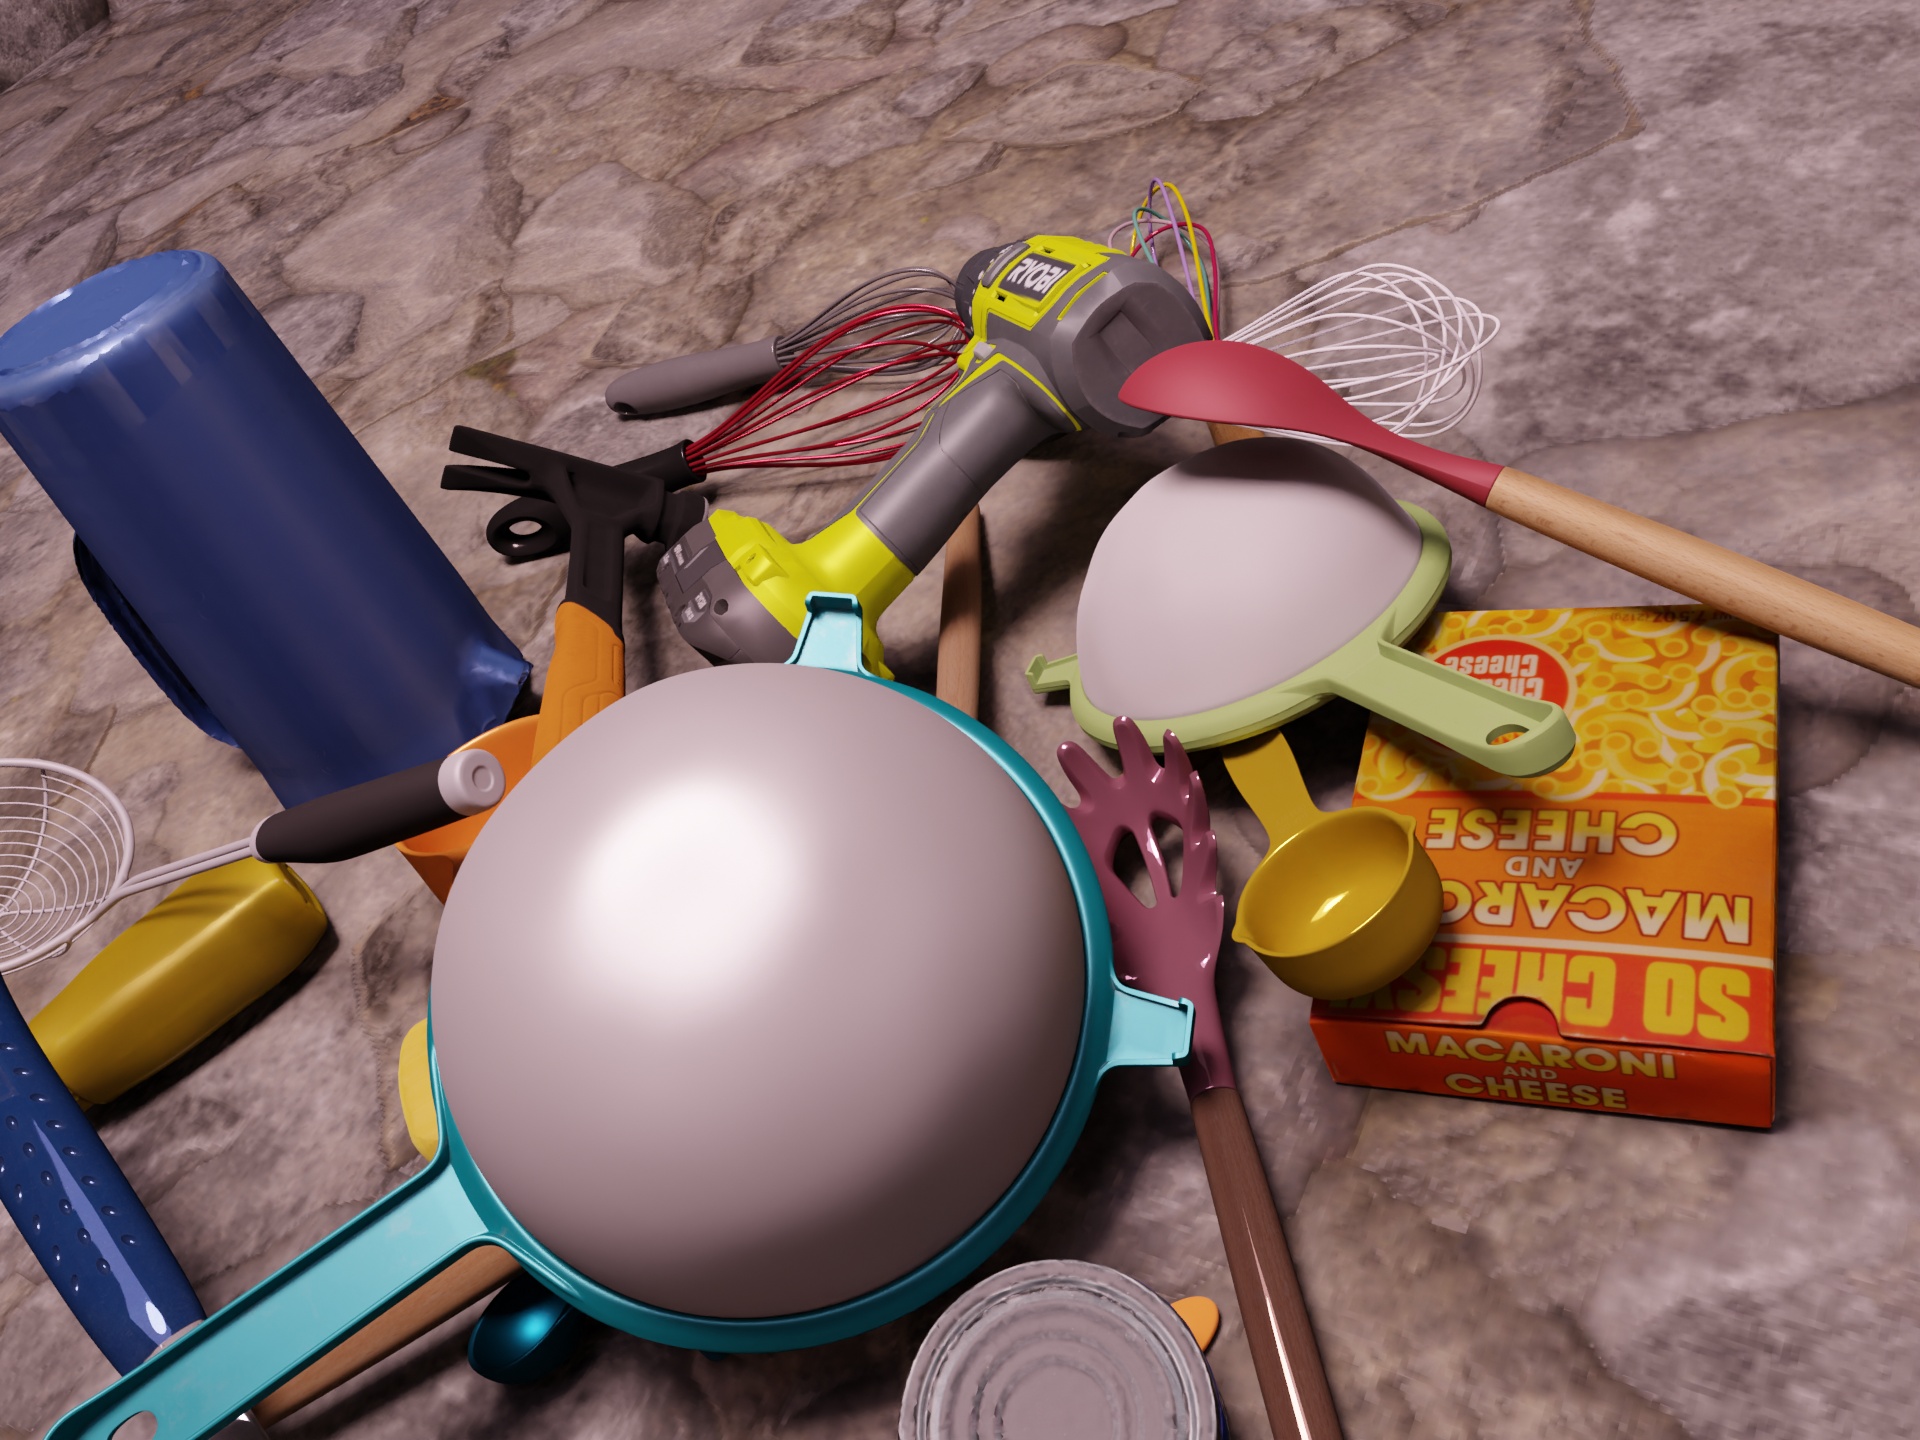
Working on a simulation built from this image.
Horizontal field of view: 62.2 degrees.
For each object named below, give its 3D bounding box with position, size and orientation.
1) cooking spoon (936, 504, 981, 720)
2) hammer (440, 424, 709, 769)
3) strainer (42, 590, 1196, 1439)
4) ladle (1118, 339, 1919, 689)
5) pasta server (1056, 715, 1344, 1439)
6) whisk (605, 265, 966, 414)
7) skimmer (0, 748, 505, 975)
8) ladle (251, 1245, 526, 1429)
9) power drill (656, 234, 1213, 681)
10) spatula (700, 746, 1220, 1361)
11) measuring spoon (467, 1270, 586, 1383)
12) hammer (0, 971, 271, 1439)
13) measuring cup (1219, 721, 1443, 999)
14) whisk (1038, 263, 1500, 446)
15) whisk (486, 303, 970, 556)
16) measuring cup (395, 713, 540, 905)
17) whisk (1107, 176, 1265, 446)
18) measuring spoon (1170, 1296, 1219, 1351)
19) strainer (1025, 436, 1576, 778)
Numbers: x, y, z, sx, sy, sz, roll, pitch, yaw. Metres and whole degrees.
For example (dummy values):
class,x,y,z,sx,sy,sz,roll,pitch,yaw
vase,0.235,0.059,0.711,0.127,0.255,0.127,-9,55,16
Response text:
class,x,y,z,sx,sy,sz,roll,pitch,yaw
cooking spoon,-0.001,-0.002,0.614,0.069,0.017,0.319,-3,38,4
hammer,-0.161,-0.027,0.653,0.127,0.034,0.337,14,29,-20
strainer,-0.114,0.098,0.435,0.340,0.095,0.211,-35,67,-11
ladle,0.194,-0.063,0.506,0.315,0.031,0.069,27,31,21
pasta server,0.076,0.129,0.450,0.060,0.040,0.317,-26,46,16
whisk,-0.099,-0.199,0.866,0.239,0.055,0.055,-8,46,27
skimmer,-0.327,0.038,0.632,0.363,0.090,0.127,-15,32,33
ladle,-0.222,0.209,0.508,0.320,0.062,0.078,-31,45,-1
power drill,-0.018,-0.111,0.665,0.228,0.080,0.191,-44,27,3
spatula,0.010,0.079,0.557,0.317,0.044,0.082,-39,43,-19
measuring spoon,-0.098,0.177,0.505,0.128,0.021,0.042,-28,24,10
hammer,-0.237,0.202,0.476,0.144,0.035,0.406,-43,60,-16
measuring cup,0.108,0.035,0.502,0.062,0.029,0.157,-36,20,12
whisk,0.098,-0.139,0.667,0.285,0.070,0.070,5,49,53
whisk,-0.119,-0.140,0.811,0.296,0.073,0.073,-18,43,18
measuring cup,-0.176,0.066,0.625,0.095,0.052,0.174,-23,34,4
whisk,0.112,-0.177,0.747,0.047,0.051,0.245,-34,42,25
measuring spoon,0.024,0.197,0.439,0.117,0.011,0.021,-36,43,-9
strainer,0.110,-0.045,0.532,0.151,0.069,0.256,-34,22,-5
